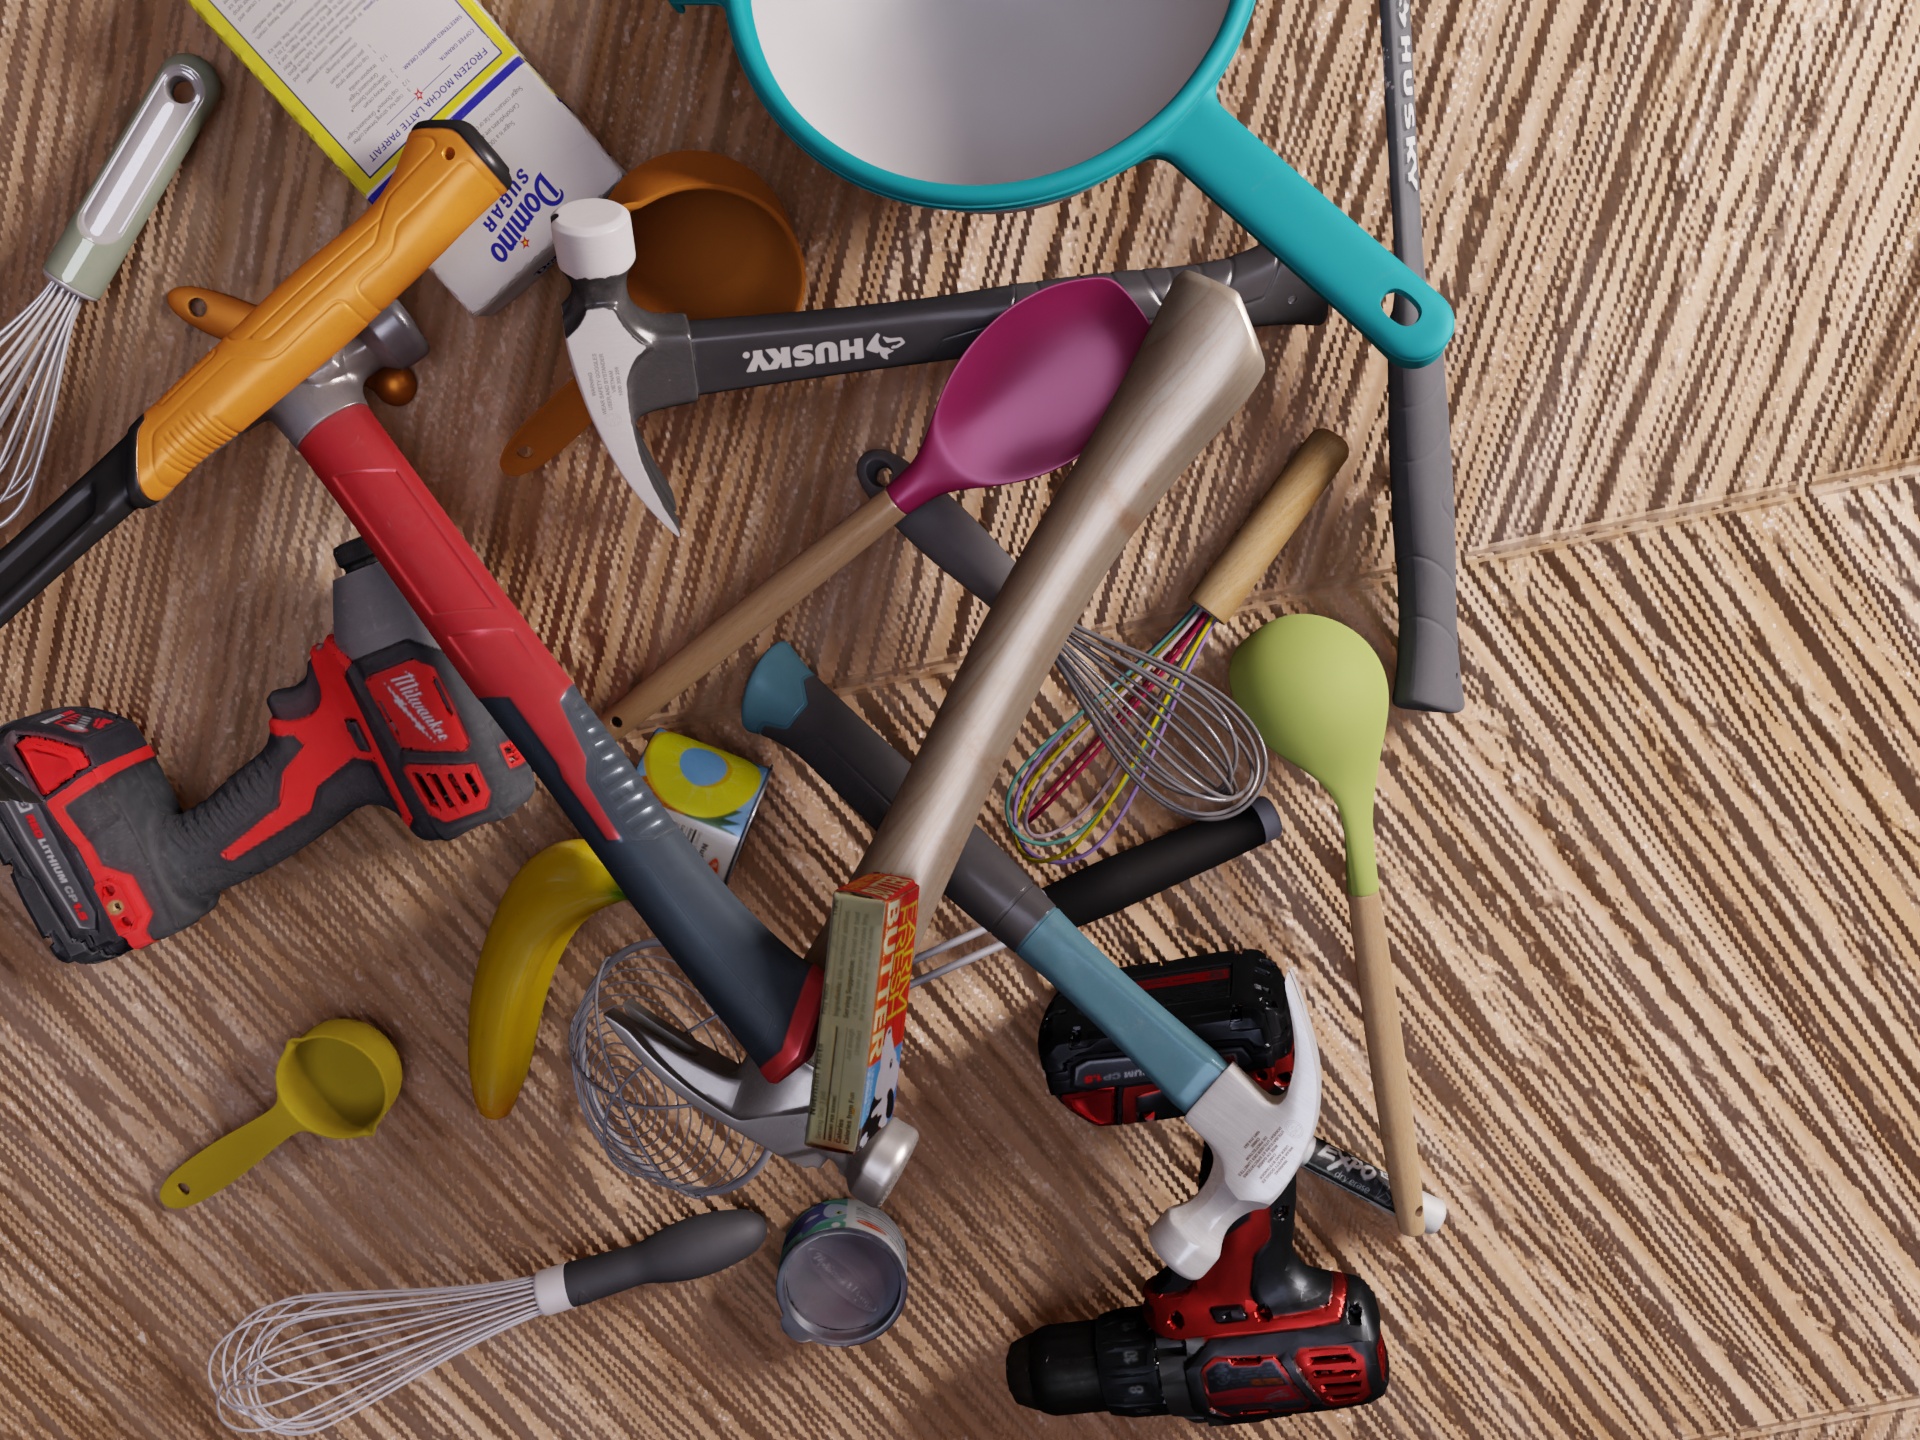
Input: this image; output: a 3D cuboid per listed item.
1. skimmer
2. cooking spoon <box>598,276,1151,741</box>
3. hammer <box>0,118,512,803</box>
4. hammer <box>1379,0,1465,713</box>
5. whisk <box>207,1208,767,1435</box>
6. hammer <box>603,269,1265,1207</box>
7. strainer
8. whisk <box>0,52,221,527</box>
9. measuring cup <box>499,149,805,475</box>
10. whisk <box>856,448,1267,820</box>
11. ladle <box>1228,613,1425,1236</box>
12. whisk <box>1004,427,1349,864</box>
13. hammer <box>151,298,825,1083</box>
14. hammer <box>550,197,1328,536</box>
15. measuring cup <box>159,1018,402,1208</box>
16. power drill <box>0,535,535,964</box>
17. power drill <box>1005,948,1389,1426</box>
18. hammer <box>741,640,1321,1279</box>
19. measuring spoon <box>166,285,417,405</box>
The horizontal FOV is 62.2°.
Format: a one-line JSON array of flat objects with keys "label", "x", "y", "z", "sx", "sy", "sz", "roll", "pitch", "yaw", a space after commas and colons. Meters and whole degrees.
[{"label": "skimmer", "x": -0.017, "y": 0.118, "z": 0.778, "sx": 0.363, "sy": 0.090, "sz": 0.127, "roll": -23, "pitch": 85, "yaw": -7}, {"label": "cooking spoon", "x": -0.048, "y": -0.083, "z": 0.712, "sx": 0.319, "sy": 0.017, "sz": 0.068, "roll": -36, "pitch": 102, "yaw": 16}, {"label": "hammer", "x": -0.312, "y": -0.117, "z": 0.653, "sx": 0.337, "sy": 0.034, "sz": 0.127, "roll": -43, "pitch": 82, "yaw": 0}, {"label": "hammer", "x": 0.196, "y": -0.193, "z": 0.691, "sx": 0.036, "sy": 0.149, "sz": 0.408, "roll": 5, "pitch": 114, "yaw": 34}, {"label": "whisk", "x": -0.235, "y": 0.297, "z": 0.800, "sx": 0.284, "sy": 0.070, "sz": 0.070, "roll": -15, "pitch": 102, "yaw": -3}, {"label": "hammer", "x": -0.001, "y": -0.002, "z": 0.675, "sx": 0.146, "sy": 0.038, "sz": 0.410, "roll": 29, "pitch": 97, "yaw": 6}, {"label": "strainer", "x": 0.061, "y": -0.250, "z": 0.645, "sx": 0.340, "sy": 0.095, "sz": 0.211, "roll": 44, "pitch": 90, "yaw": 8}, {"label": "whisk", "x": -0.397, "y": -0.186, "z": 0.701, "sx": 0.057, "sy": 0.059, "sz": 0.246, "roll": 32, "pitch": 95, "yaw": -19}, {"label": "measuring cup", "x": -0.145, "y": -0.176, "z": 0.702, "sx": 0.173, "sy": 0.052, "sz": 0.095, "roll": -38, "pitch": 131, "yaw": 20}, {"label": "whisk", "x": 0.041, "y": -0.044, "z": 0.712, "sx": 0.239, "sy": 0.055, "sz": 0.055, "roll": 43, "pitch": 98, "yaw": 12}, {"label": "ladle", "x": 0.188, "y": 0.104, "z": 0.768, "sx": 0.078, "sy": 0.062, "sz": 0.320, "roll": -22, "pitch": 108, "yaw": -32}, {"label": "whisk", "x": 0.099, "y": -0.035, "z": 0.747, "sx": 0.051, "sy": 0.047, "sz": 0.245, "roll": 35, "pitch": 94, "yaw": -10}, {"label": "hammer", "x": -0.195, "y": -0.002, "z": 0.670, "sx": 0.143, "sy": 0.038, "sz": 0.386, "roll": -37, "pitch": 81, "yaw": -6}, {"label": "hammer", "x": 0.001, "y": -0.167, "z": 0.694, "sx": 0.334, "sy": 0.035, "sz": 0.146, "roll": -9, "pitch": 133, "yaw": -10}, {"label": "measuring cup", "x": -0.342, "y": 0.200, "z": 0.797, "sx": 0.156, "sy": 0.029, "sz": 0.062, "roll": -34, "pitch": 101, "yaw": 17}, {"label": "power drill", "x": -0.322, "y": 0.012, "z": 0.730, "sx": 0.219, "sy": 0.078, "sz": 0.143, "roll": -21, "pitch": 101, "yaw": 0}, {"label": "power drill", "x": 0.096, "y": 0.239, "z": 0.774, "sx": 0.188, "sy": 0.080, "sz": 0.226, "roll": -11, "pitch": 101, "yaw": 13}, {"label": "hammer", "x": 0.023, "y": 0.086, "z": 0.713, "sx": 0.331, "sy": 0.033, "sz": 0.128, "roll": 42, "pitch": 98, "yaw": 13}, {"label": "measuring spoon", "x": -0.305, "y": -0.171, "z": 0.723, "sx": 0.117, "sy": 0.011, "sz": 0.021, "roll": 21, "pitch": 100, "yaw": -5}]
